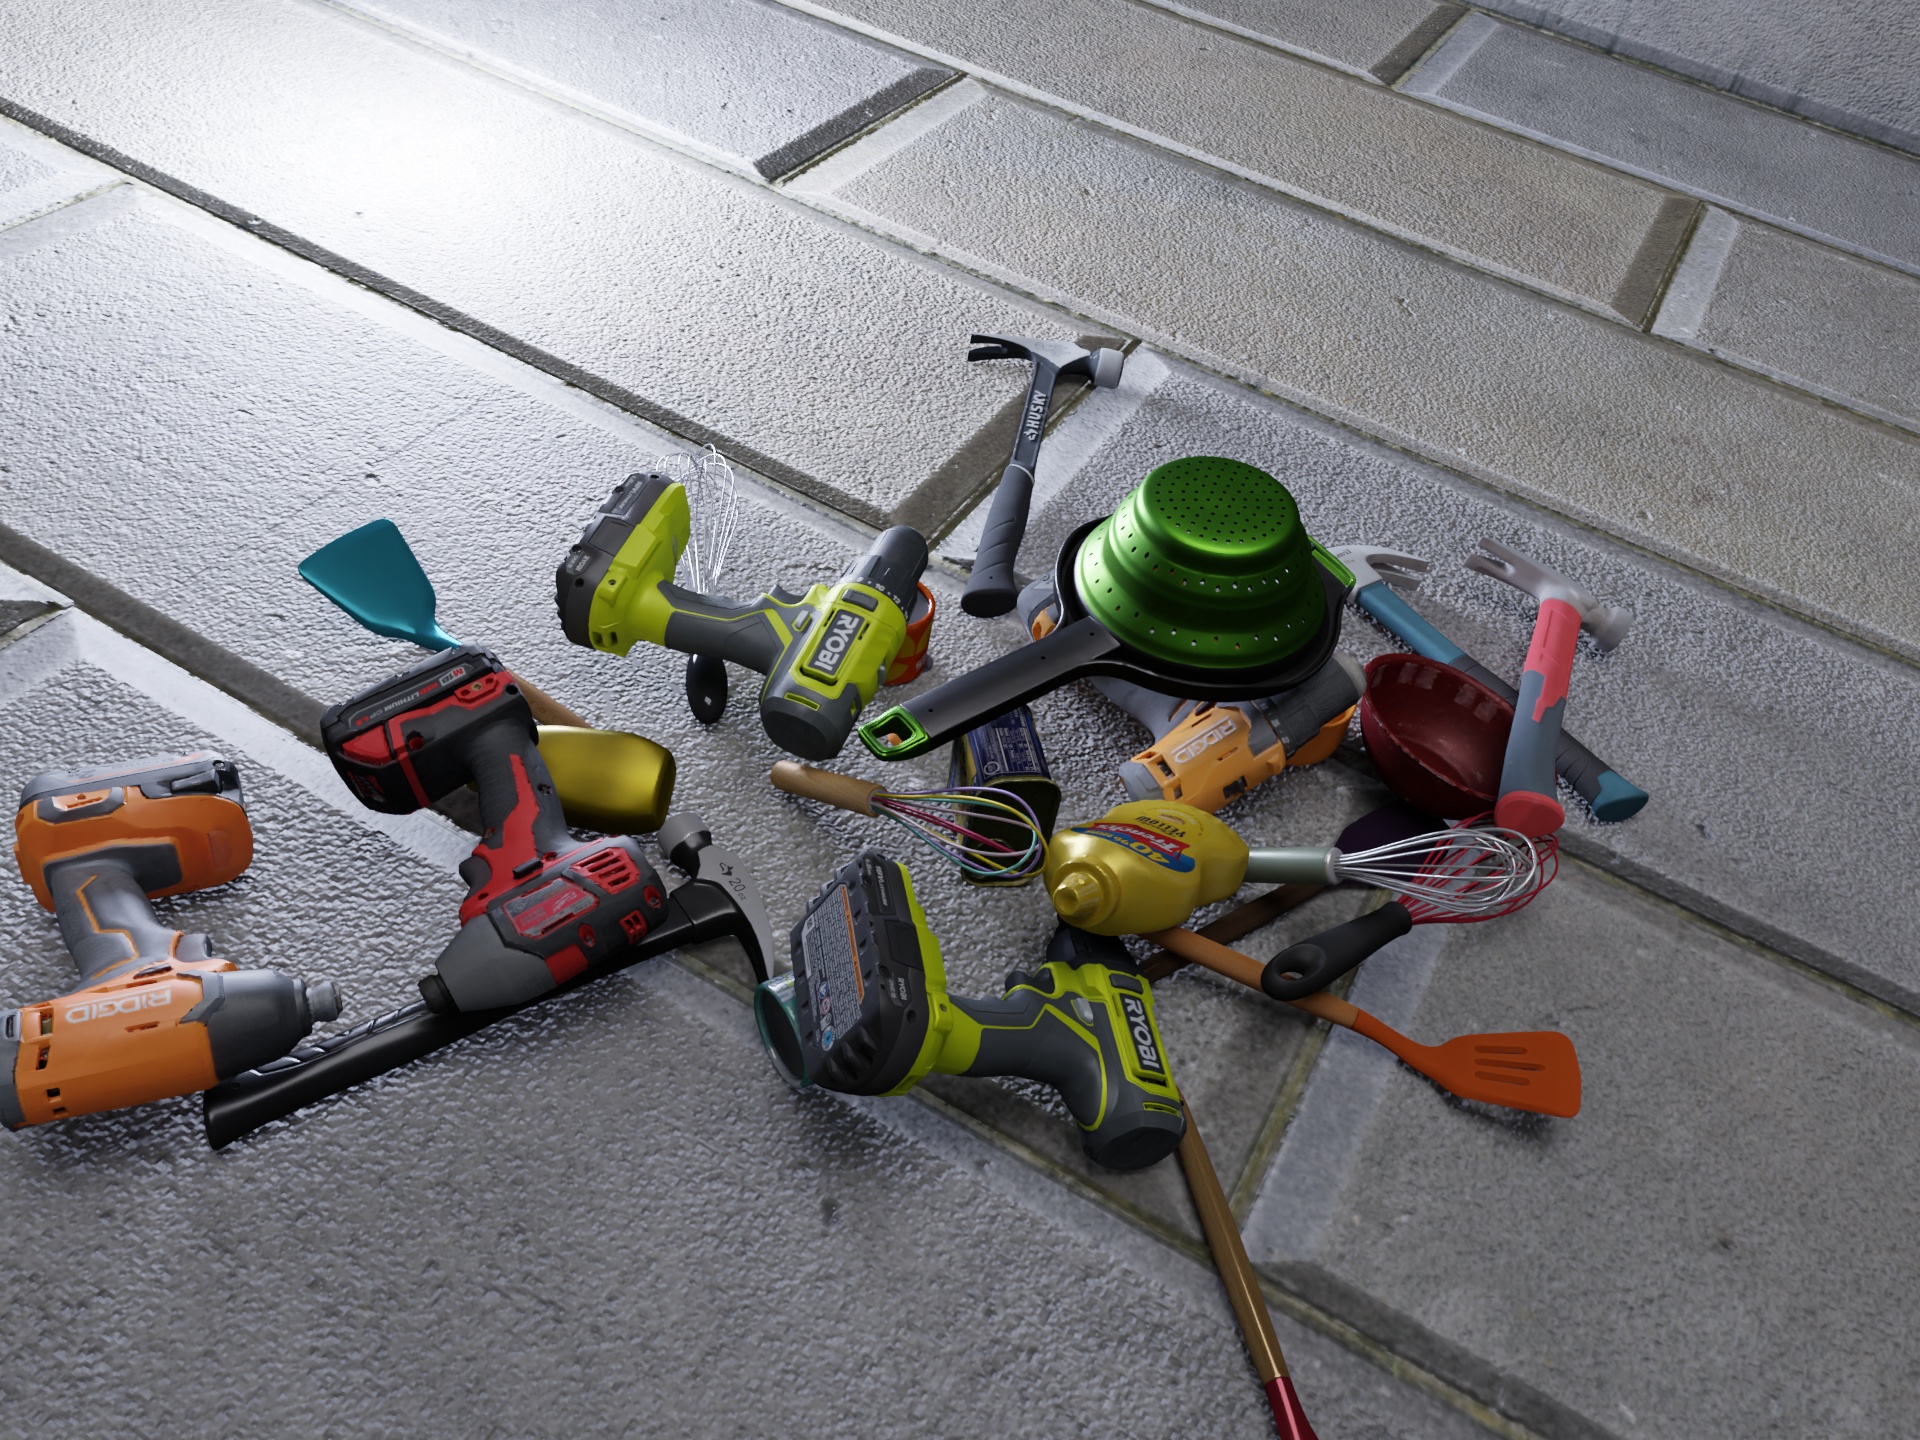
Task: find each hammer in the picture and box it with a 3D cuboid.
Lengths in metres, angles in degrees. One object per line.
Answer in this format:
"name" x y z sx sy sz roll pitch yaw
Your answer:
"hammer" 0.408 -0.035 1.279 0.128 0.033 0.331 -22 53 -30
"hammer" 0.429 -0.030 1.208 0.143 0.038 0.386 31 36 7
"hammer" 0.050 -0.226 1.394 0.149 0.036 0.409 13 44 2
"hammer" -0.264 0.163 0.922 0.334 0.035 0.146 -21 52 -30

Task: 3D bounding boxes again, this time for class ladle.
"ladle" 0.161 0.330 0.852 0.069 0.031 0.316 -3 44 -15

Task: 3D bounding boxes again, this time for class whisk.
"whisk" 0.247 0.093 1.017 0.246 0.057 0.059 -3 48 42
"whisk" -0.197 -0.108 1.205 0.070 0.070 0.285 0 49 -12
"whisk" -0.038 0.060 1.014 0.245 0.047 0.051 12 67 43
"whisk" 0.299 0.123 1.049 0.296 0.073 0.073 -19 52 -36

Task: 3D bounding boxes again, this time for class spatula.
"spatula" 0.227 0.121 1.087 0.316 0.018 0.060 -21 63 -30
"spatula" 0.230 0.172 1.007 0.322 0.041 0.081 23 32 4
"spatula" -0.323 -0.036 1.108 0.318 0.044 0.082 32 48 18

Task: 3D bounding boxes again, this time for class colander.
"colander" 0.104 -0.083 1.055 0.397 0.094 0.205 -26 54 -27

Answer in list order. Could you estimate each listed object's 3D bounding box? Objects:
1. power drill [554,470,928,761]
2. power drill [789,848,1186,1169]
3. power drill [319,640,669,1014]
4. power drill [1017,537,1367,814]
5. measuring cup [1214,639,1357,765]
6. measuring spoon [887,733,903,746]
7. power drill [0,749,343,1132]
"power drill" -0.147 -0.089 1.118 0.228 0.080 0.191 21 58 9
"power drill" 0.019 0.158 0.917 0.223 0.080 0.171 20 38 -31
"power drill" -0.282 0.068 0.934 0.143 0.078 0.220 -30 60 -20
"power drill" 0.165 -0.042 1.156 0.185 0.084 0.226 -32 54 -2
"measuring cup" 0.220 -0.029 1.218 0.174 0.052 0.095 36 50 29
"measuring spoon" -0.002 -0.004 1.168 0.117 0.011 0.021 -19 51 -28
"power drill" -0.438 0.115 0.880 0.164 0.084 0.227 -9 40 -22
